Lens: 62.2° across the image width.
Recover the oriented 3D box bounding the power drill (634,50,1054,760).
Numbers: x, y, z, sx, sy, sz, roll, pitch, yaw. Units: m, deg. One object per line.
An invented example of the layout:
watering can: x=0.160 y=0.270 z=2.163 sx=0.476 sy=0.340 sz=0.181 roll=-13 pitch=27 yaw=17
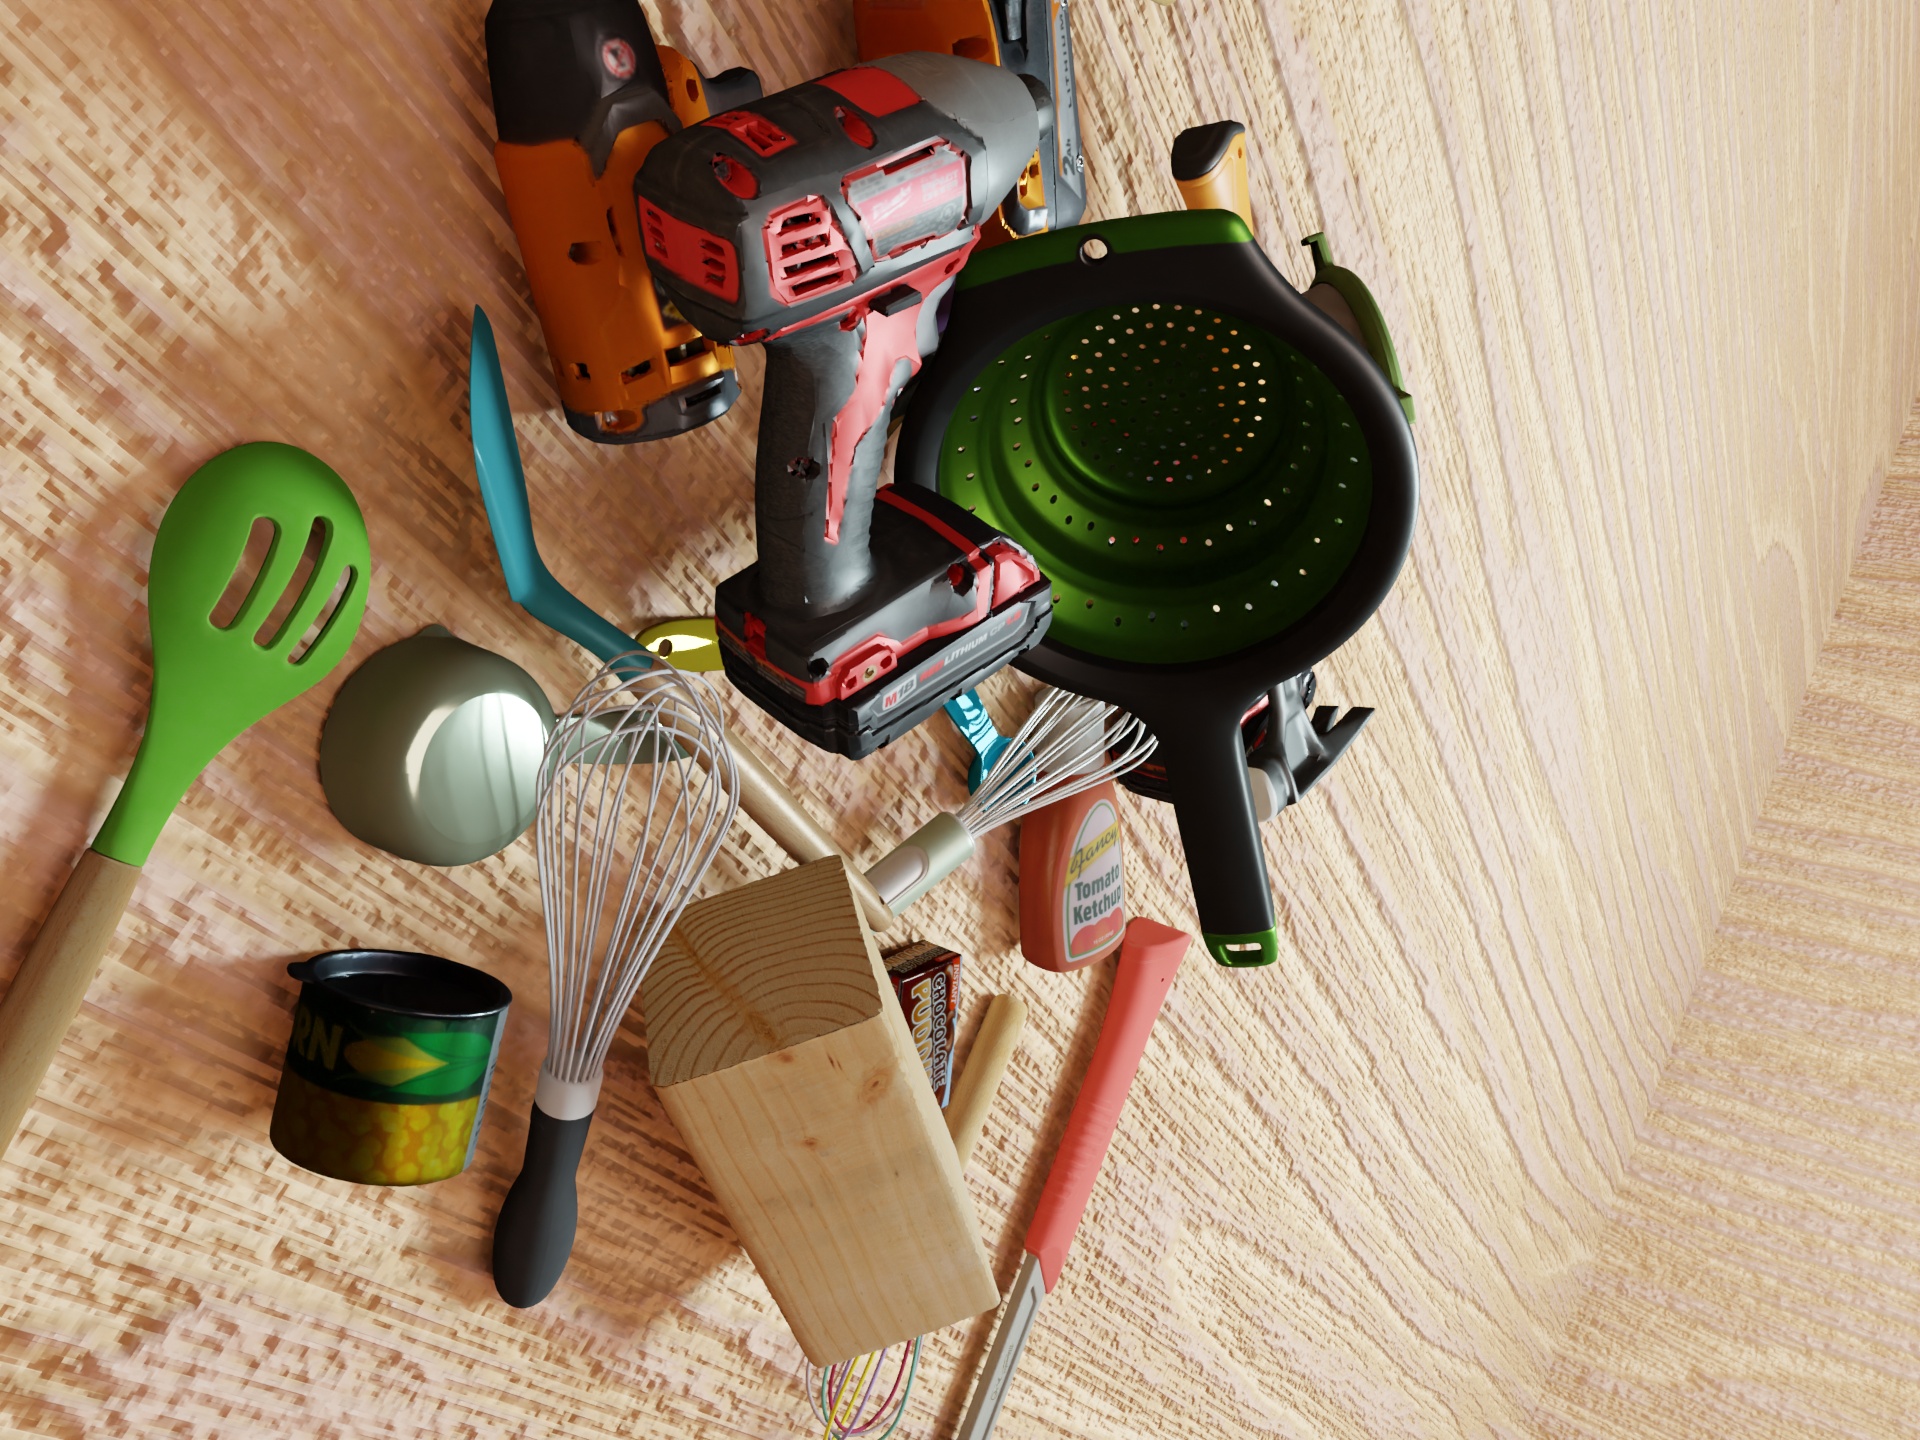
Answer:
power drill: x=-0.026 y=-0.107 z=0.532 sx=0.143 sy=0.079 sz=0.219 roll=-35 pitch=142 yaw=-30

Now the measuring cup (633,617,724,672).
measuring cup: x=-0.069 y=-0.029 z=0.655 sx=0.156 sy=0.029 sz=0.062 roll=-6 pitch=108 yaw=-54

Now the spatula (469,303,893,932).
spatula: x=-0.096 y=-0.008 z=0.590 sx=0.044 sy=0.082 sz=0.317 roll=-27 pitch=134 yaw=11

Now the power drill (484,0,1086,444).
power drill: x=-0.059 y=-0.211 z=0.556 sx=0.226 sy=0.084 sz=0.164 roll=-34 pitch=129 yaw=-34

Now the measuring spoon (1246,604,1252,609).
measuring spoon: x=0.207 y=-0.076 z=1.012 sx=0.124 sy=0.018 sz=0.034 roll=17 pitch=89 yaw=-55

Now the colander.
colander: x=0.101 y=-0.049 z=0.704 sx=0.095 sy=0.204 sz=0.396 roll=-76 pitch=155 yaw=-48

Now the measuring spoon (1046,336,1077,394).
measuring spoon: x=0.037 y=-0.200 z=0.751 sx=0.021 sy=0.011 sz=0.116 roll=-54 pitch=143 yaw=-27

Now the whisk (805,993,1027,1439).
whisk: x=-0.018 y=0.258 z=0.824 sx=0.047 sy=0.051 sz=0.245 roll=40 pitch=68 yaw=-46

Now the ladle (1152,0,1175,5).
ladle: x=-0.016 y=-0.312 z=0.538 sx=0.315 sy=0.031 sz=0.069 roll=6 pitch=99 yaw=-49

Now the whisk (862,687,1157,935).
whisk: x=0.005 y=0.048 z=0.742 sx=0.246 sy=0.058 sz=0.059 roll=-37 pitch=161 yaw=-22

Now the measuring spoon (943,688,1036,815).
measuring spoon: x=-0.001 y=-0.002 z=0.773 sx=0.042 sy=0.021 sz=0.128 roll=-51 pitch=129 yaw=-27

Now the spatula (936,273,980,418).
spatula: x=0.003 y=-0.284 z=0.664 sx=0.059 sy=0.018 sz=0.315 roll=-12 pitch=114 yaw=-41

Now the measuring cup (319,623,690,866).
measuring cup: x=-0.142 y=0.011 z=0.567 sx=0.167 sy=0.038 sz=0.083 roll=-1 pitch=104 yaw=-52

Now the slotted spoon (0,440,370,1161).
slotted spoon: x=-0.251 y=0.063 z=0.454 sx=0.070 sy=0.031 sz=0.314 roll=35 pitch=76 yaw=-53

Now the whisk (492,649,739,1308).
whisk: x=-0.135 y=0.104 z=0.569 sx=0.070 sy=0.070 sz=0.284 roll=-14 pitch=130 yaw=-50

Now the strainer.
strainer: x=0.202 y=-0.146 z=0.943 sx=0.256 sy=0.069 sz=0.152 roll=80 pitch=-4 yaw=-56

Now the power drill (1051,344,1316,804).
power drill: x=0.125 y=-0.083 z=0.856 sx=0.188 sy=0.080 sz=0.226 roll=-50 pitch=135 yaw=-29

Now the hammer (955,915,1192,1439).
hammer: x=0.064 y=0.293 z=0.950 sx=0.149 sy=0.037 sz=0.359 roll=31 pitch=79 yaw=-53

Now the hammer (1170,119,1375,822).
hammer: x=0.152 y=-0.125 z=0.798 sx=0.127 sy=0.034 sz=0.336 roll=-34 pitch=119 yaw=-46
